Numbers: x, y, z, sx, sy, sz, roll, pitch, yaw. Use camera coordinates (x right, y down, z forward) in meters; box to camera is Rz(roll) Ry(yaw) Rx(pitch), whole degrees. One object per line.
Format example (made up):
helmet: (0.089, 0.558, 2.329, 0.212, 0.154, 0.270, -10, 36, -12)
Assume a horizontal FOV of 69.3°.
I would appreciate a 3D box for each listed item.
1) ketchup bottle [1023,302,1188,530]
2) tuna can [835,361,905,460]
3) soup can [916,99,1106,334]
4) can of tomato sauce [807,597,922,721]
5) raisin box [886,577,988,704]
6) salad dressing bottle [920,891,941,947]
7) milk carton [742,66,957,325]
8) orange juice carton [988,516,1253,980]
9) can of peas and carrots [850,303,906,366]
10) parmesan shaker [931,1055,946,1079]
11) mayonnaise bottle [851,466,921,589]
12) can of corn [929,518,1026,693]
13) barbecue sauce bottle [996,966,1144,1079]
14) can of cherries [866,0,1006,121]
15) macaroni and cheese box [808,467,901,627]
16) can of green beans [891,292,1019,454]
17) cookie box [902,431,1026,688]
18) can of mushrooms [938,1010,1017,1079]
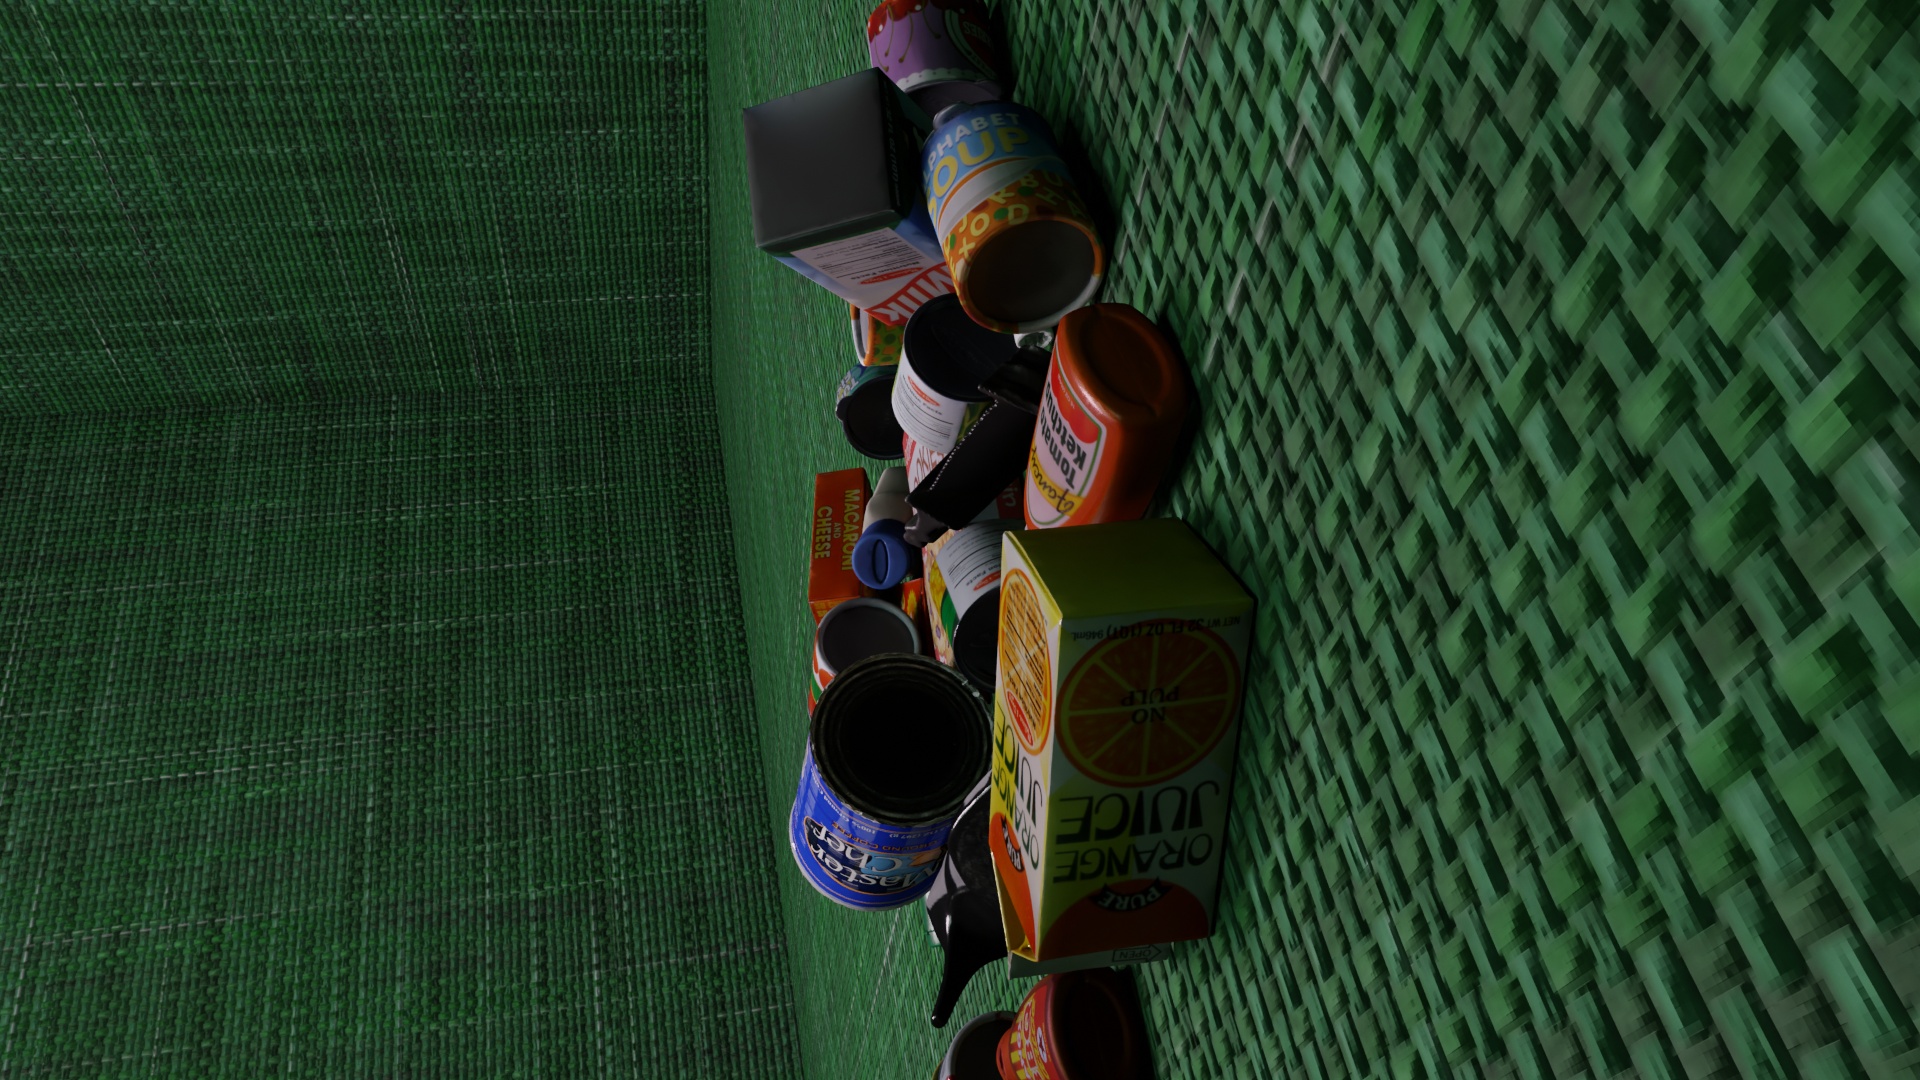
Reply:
ketchup bottle: (0.052, -0.026, 0.571, 0.148, 0.043, 0.065, 102, 150, -54)
tuna can: (-0.052, -0.091, 0.939, 0.033, 0.071, 0.070, -112, 21, -54)
soup can: (0.020, -0.143, 0.607, 0.071, 0.071, 0.084, 99, 160, -47)
can of tomato sauce: (-0.060, 0.086, 0.871, 0.082, 0.071, 0.071, 104, 157, -54)
raisin box: (-0.018, 0.067, 0.920, 0.123, 0.040, 0.086, 161, 105, -76)
salad dressing bottle: (-0.016, 0.202, 0.958, 0.064, 0.044, 0.148, 128, 135, -69)
milk carton: (-0.031, -0.164, 0.715, 0.190, 0.073, 0.072, 17, -115, -67)
orange juice carton: (0.056, 0.092, 0.535, 0.073, 0.072, 0.191, -119, 27, -61)
can of peas and carrots: (-0.035, -0.146, 0.871, 0.071, 0.059, 0.071, 176, 88, -77)
parmesan shaker: (0.014, 0.345, 0.828, 0.102, 0.071, 0.071, 97, 163, -55)
mayonnaise bottle: (-0.043, -0.006, 0.910, 0.148, 0.041, 0.064, -73, -17, -75)
can of corn: (0.023, 0.033, 0.672, 0.058, 0.071, 0.070, -114, 23, -56)
barbecue sauce bottle: (0.049, 0.250, 0.687, 0.148, 0.044, 0.065, 112, 149, -64)
can of cherries: (-0.011, -0.246, 0.723, 0.071, 0.071, 0.058, 124, 140, -70)
macaroni and cheese box: (-0.070, 0.048, 1.006, 0.165, 0.040, 0.124, 77, -172, -46)
can of green beans: (0.000, -0.086, 0.724, 0.057, 0.071, 0.071, 110, 152, -63)
cookie box: (0.003, -0.010, 0.797, 0.122, 0.040, 0.168, 116, 147, -67)
can of mushrooms: (0.024, 0.300, 0.772, 0.033, 0.071, 0.071, 103, 158, -51)
